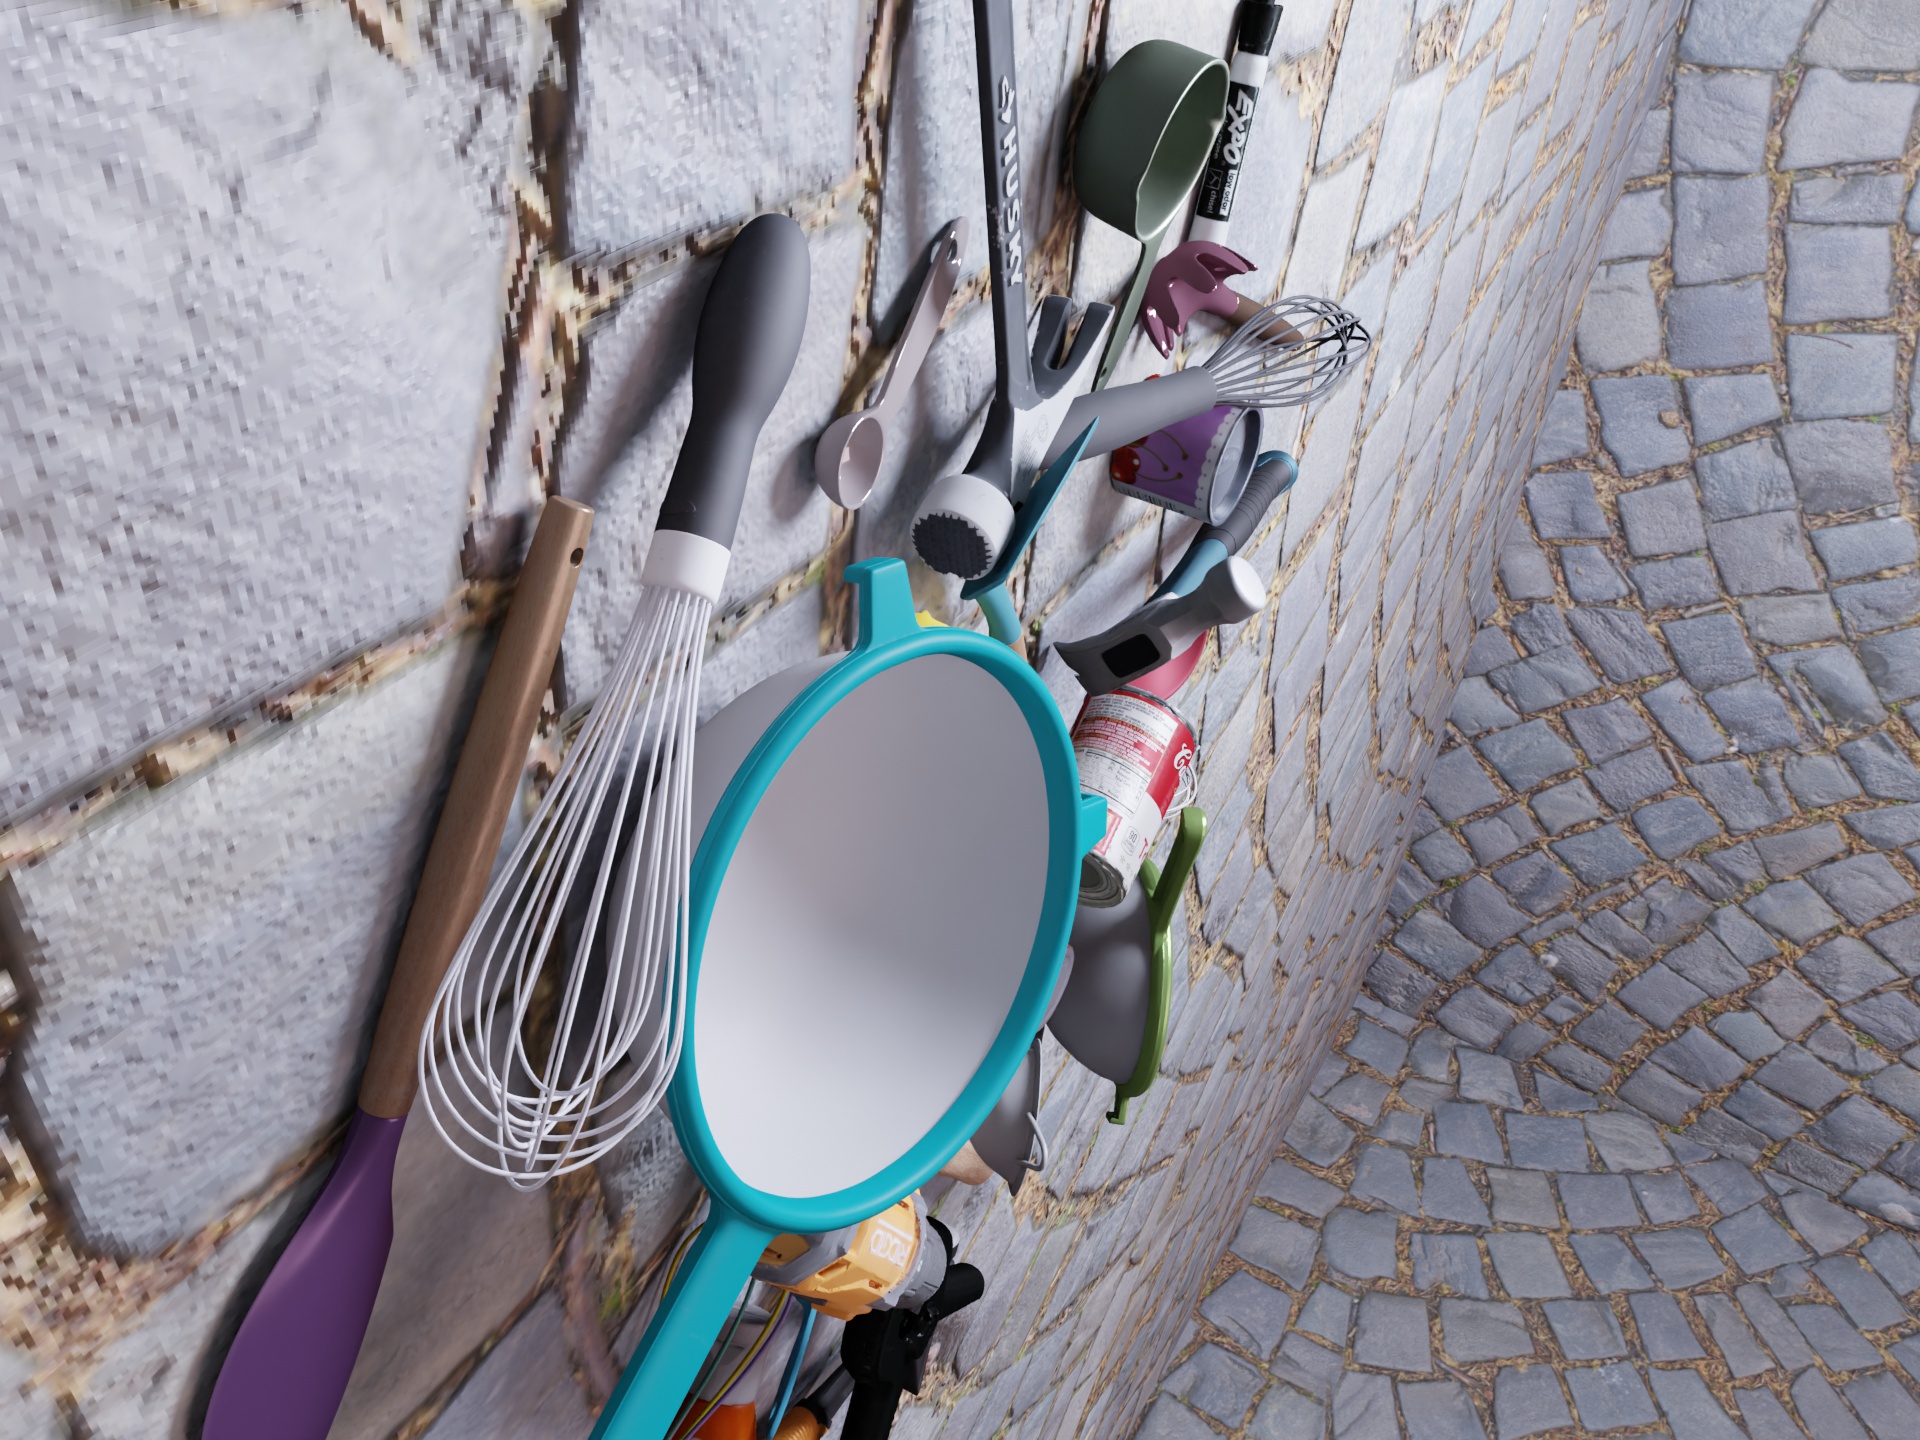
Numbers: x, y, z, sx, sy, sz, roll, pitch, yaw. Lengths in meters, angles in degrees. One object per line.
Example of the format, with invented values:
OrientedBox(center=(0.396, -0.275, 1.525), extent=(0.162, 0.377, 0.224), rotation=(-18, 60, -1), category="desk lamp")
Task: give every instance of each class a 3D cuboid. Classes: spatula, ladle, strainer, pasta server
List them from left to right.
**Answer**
OrientedBox(center=(-0.159, 0.087, 0.452), extent=(0.059, 0.018, 0.316), rotation=(0, 112, -67), category="spatula")
OrientedBox(center=(-0.081, 0.118, 0.549), extent=(0.340, 0.095, 0.210), rotation=(-62, 142, -15), category="strainer")
OrientedBox(center=(0.034, 0.212, 0.950), extent=(0.258, 0.050, 0.087), rotation=(-39, 141, -82), category="strainer")
OrientedBox(center=(0.032, -0.023, 0.744), extent=(0.082, 0.044, 0.317), rotation=(-61, 163, -22), category="spatula")
OrientedBox(center=(0.067, 0.038, 0.905), extent=(0.315, 0.031, 0.069), rotation=(-57, 138, -33), category="ladle")
OrientedBox(center=(0.090, 0.128, 0.963), extent=(0.256, 0.069, 0.152), rotation=(101, -9, -52), category="strainer")
OrientedBox(center=(0.157, -0.221, 0.877), extent=(0.060, 0.040, 0.316), rotation=(-43, 169, 21), category="pasta server")

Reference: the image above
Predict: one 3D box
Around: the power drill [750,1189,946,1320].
OrientedBox(center=(-0.020, 0.152, 0.711), extent=(0.185, 0.084, 0.226), rotation=(60, 46, -58), category="power drill")

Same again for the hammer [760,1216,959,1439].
OrientedBox(center=(-0.098, 0.414, 0.901), extent=(0.337, 0.034, 0.127), rotation=(-24, 132, -61), category="hammer")

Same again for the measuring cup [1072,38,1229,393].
OrientedBox(center=(0.067, -0.211, 0.684), extent=(0.083, 0.038, 0.167), rotation=(-48, 164, -39), category="measuring cup")

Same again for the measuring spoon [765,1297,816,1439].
OrientedBox(center=(-0.085, 0.298, 0.786), extent=(0.129, 0.021, 0.042), rotation=(-71, -173, -63), category="measuring spoon")

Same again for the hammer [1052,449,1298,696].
OrientedBox(center=(0.144, -0.097, 0.906), extent=(0.128, 0.033, 0.331), rotation=(-30, -171, 31), category="hammer")

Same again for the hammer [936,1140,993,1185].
OrientedBox(center=(-0.027, 0.233, 0.896), extent=(0.130, 0.031, 0.331), rotation=(-63, 159, -10), category="hammer")

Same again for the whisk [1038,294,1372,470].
OrientedBox(center=(0.109, -0.158, 0.749), extent=(0.239, 0.055, 0.055), rotation=(-25, 137, -33), category="whisk")

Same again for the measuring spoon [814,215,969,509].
OrientedBox(center=(-0.025, -0.131, 0.569), extent=(0.034, 0.018, 0.124), rotation=(64, 45, -64), category="measuring spoon")

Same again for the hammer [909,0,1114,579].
OrientedBox(center=(0.013, -0.241, 0.503), extent=(0.408, 0.036, 0.149), rotation=(85, 26, -47), category="hammer")

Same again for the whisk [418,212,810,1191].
OrientedBox(center=(-0.085, -0.012, 0.445), extent=(0.070, 0.070, 0.285), rotation=(37, 65, -68), category="whisk")

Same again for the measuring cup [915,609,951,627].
OrientedBox(center=(-0.001, -0.002, 0.723), extent=(0.062, 0.029, 0.156), rotation=(-65, 157, -6), category="measuring cup")

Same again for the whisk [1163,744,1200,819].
OrientedBox(center=(0.082, 0.063, 0.970), extent=(0.059, 0.058, 0.246), rotation=(-40, 174, 39), category="whisk")

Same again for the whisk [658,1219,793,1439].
OrientedBox(center=(-0.144, 0.325, 0.705), extent=(0.047, 0.051, 0.245), rotation=(27, 90, -39), category="whisk")
